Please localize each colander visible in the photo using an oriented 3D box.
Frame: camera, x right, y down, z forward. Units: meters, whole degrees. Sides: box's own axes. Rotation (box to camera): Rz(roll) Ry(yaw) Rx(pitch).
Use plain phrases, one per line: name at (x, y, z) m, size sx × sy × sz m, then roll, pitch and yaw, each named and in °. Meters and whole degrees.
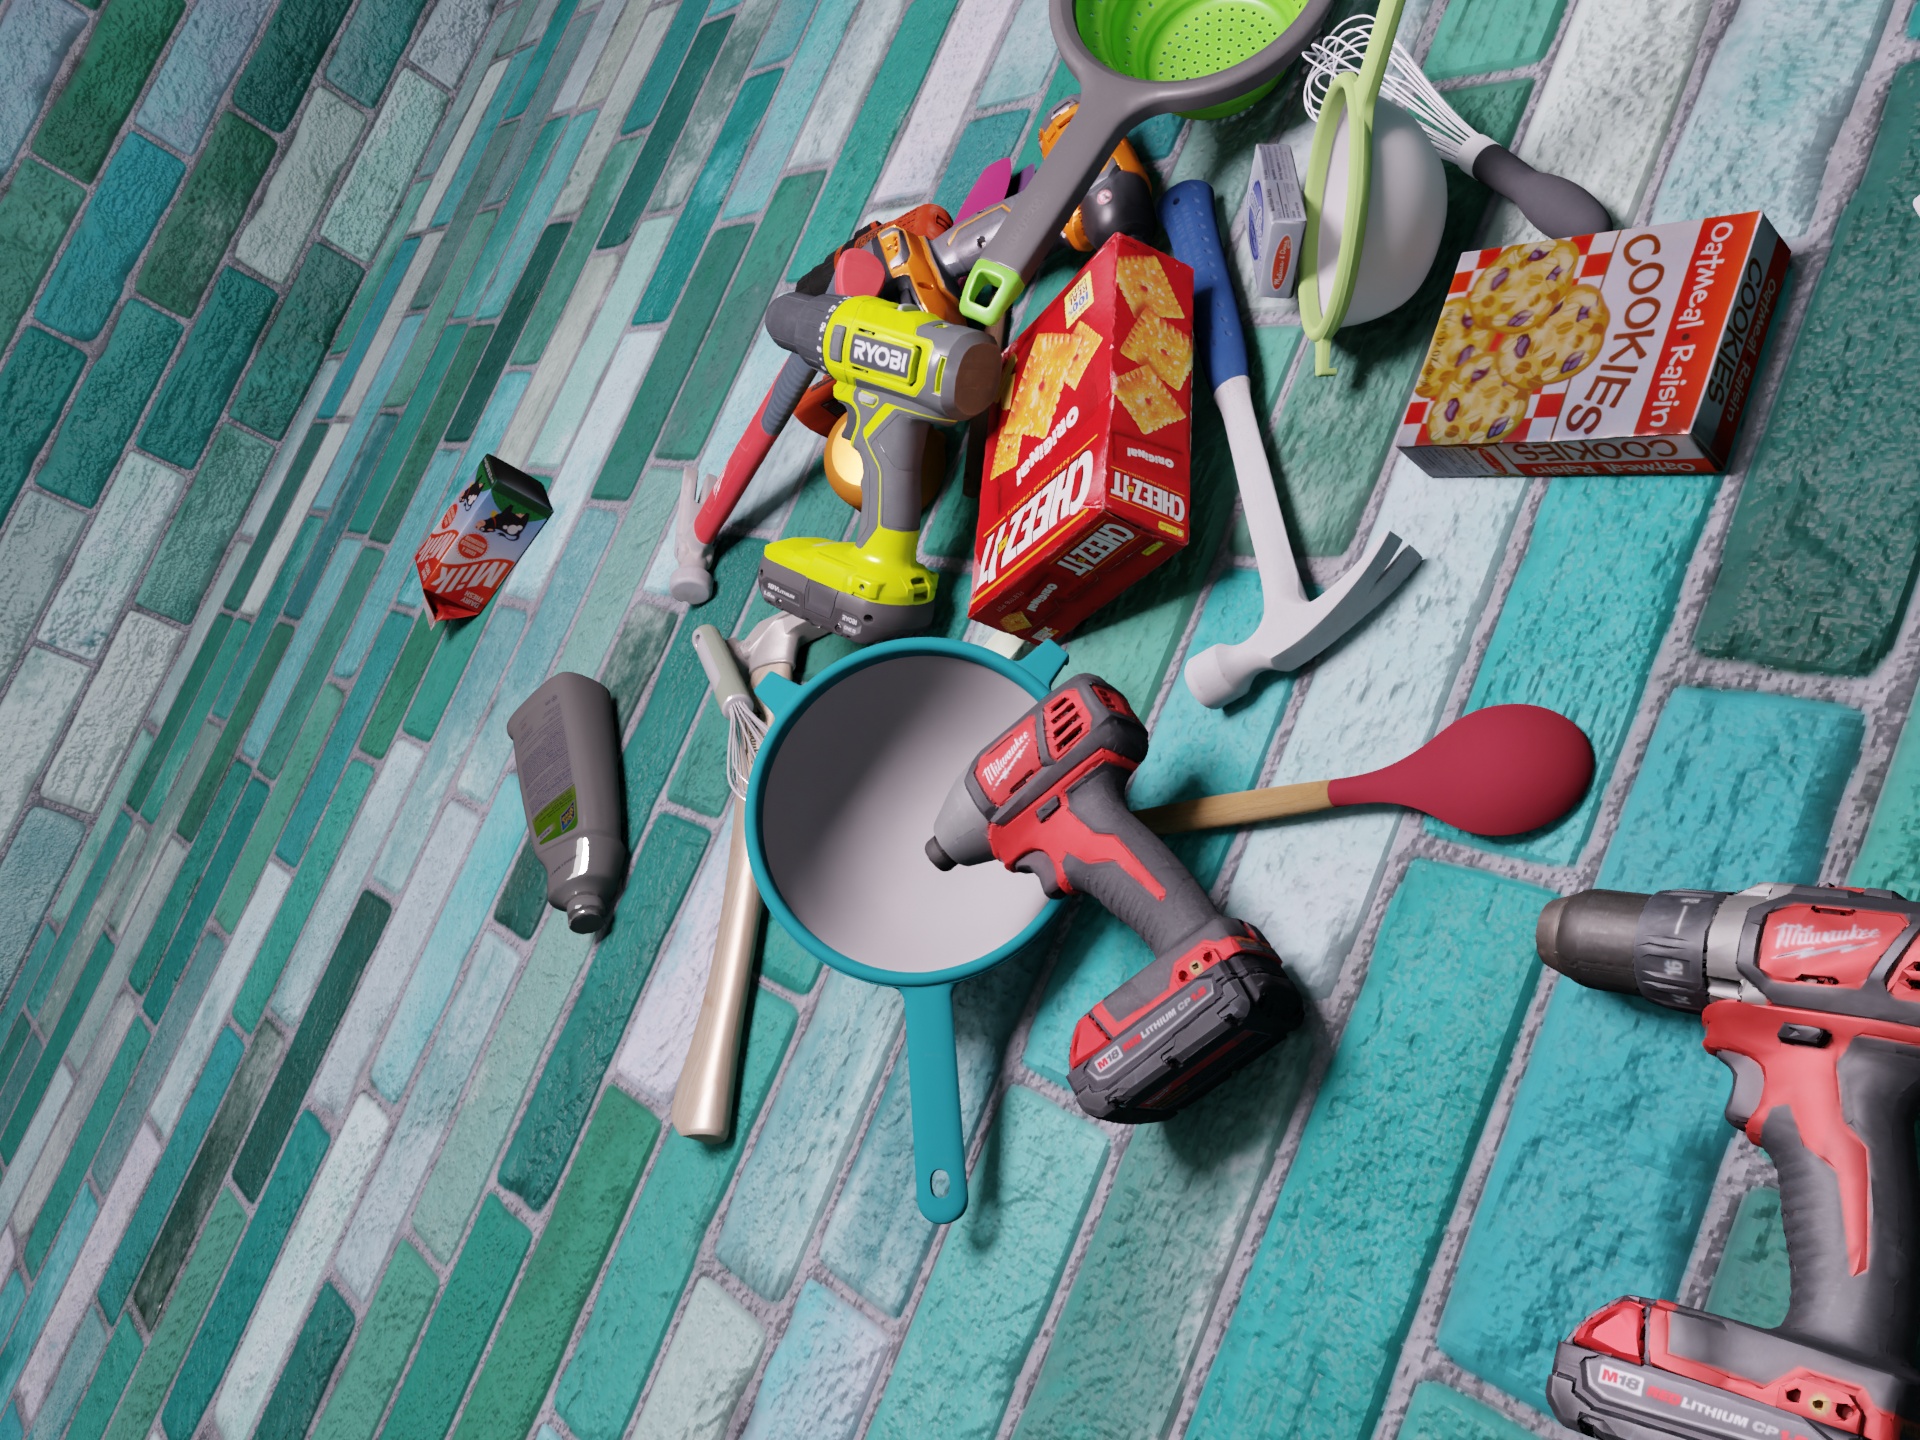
colander at (0.127, -0.421, 1.096) m, size 0.205 × 0.094 × 0.397 m, roll 30°, pitch 84°, yaw 27°

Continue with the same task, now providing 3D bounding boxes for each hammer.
hammer at (-0.157, -0.253, 1.301) m, size 0.386 × 0.038 × 0.143 m, roll -46°, pitch 37°, yaw 49°
hammer at (0.177, -0.203, 0.994) m, size 0.144 × 0.035 × 0.406 m, roll -32°, pitch 47°, yaw 32°
hammer at (-0.151, 0.101, 1.173) m, size 0.146 × 0.038 × 0.411 m, roll -19°, pitch 55°, yaw 39°

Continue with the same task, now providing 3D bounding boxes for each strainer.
strainer at (0.245, -0.325, 0.883) m, size 0.256 × 0.069 × 0.152 m, roll 94°, pitch 180°, yaw -56°
strainer at (-0.015, 0.123, 0.959) m, size 0.211 × 0.095 × 0.340 m, roll -6°, pitch 75°, yaw 8°

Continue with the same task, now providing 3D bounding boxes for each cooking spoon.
cooking spoon at (-0.013, -0.310, 1.277) m, size 0.069 × 0.017 × 0.319 m, roll 0°, pitch 70°, yaw 55°

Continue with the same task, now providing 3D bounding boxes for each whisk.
whisk at (0.290, -0.348, 0.944) m, size 0.070 × 0.070 × 0.285 m, roll -48°, pitch 45°, yaw 16°
whisk at (-0.166, -0.005, 1.190) m, size 0.247 × 0.059 × 0.057 m, roll -123°, pitch 42°, yaw -50°

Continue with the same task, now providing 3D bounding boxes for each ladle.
ladle at (0.179, 0.042, 0.851) m, size 0.315 × 0.031 × 0.069 m, roll -14°, pitch 56°, yaw 45°

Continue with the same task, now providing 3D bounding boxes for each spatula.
spatula at (0.026, -0.307, 1.240) m, size 0.060 × 0.018 × 0.316 m, roll -25°, pitch 49°, yaw 47°

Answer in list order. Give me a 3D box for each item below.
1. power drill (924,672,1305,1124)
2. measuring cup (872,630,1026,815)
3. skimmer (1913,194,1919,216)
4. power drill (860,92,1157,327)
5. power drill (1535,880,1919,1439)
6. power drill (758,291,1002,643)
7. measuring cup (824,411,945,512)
power drill at (0.070, 0.095, 0.846) m, size 0.143 × 0.078 × 0.220 m, roll -40°, pitch 58°, yaw 18°
measuring cup at (-0.002, -0.003, 1.070) m, size 0.083 × 0.038 × 0.167 m, roll 35°, pitch 78°, yaw 26°
skimmer at (0.572, -0.306, 0.623) m, size 0.363 × 0.090 × 0.127 m, roll -39°, pitch 45°, yaw 41°
power drill at (0.039, -0.347, 1.183) m, size 0.226 × 0.084 × 0.164 m, roll -30°, pitch 53°, yaw 18°
power drill at (0.293, 0.167, 0.607) m, size 0.188 × 0.080 × 0.227 m, roll 2°, pitch 66°, yaw 49°
power drill at (-0.075, -0.186, 1.131) m, size 0.191 × 0.080 × 0.228 m, roll 24°, pitch 113°, yaw 32°
measuring cup at (-0.078, -0.237, 1.229) m, size 0.095 × 0.052 × 0.174 m, roll -30°, pitch 73°, yaw 16°
